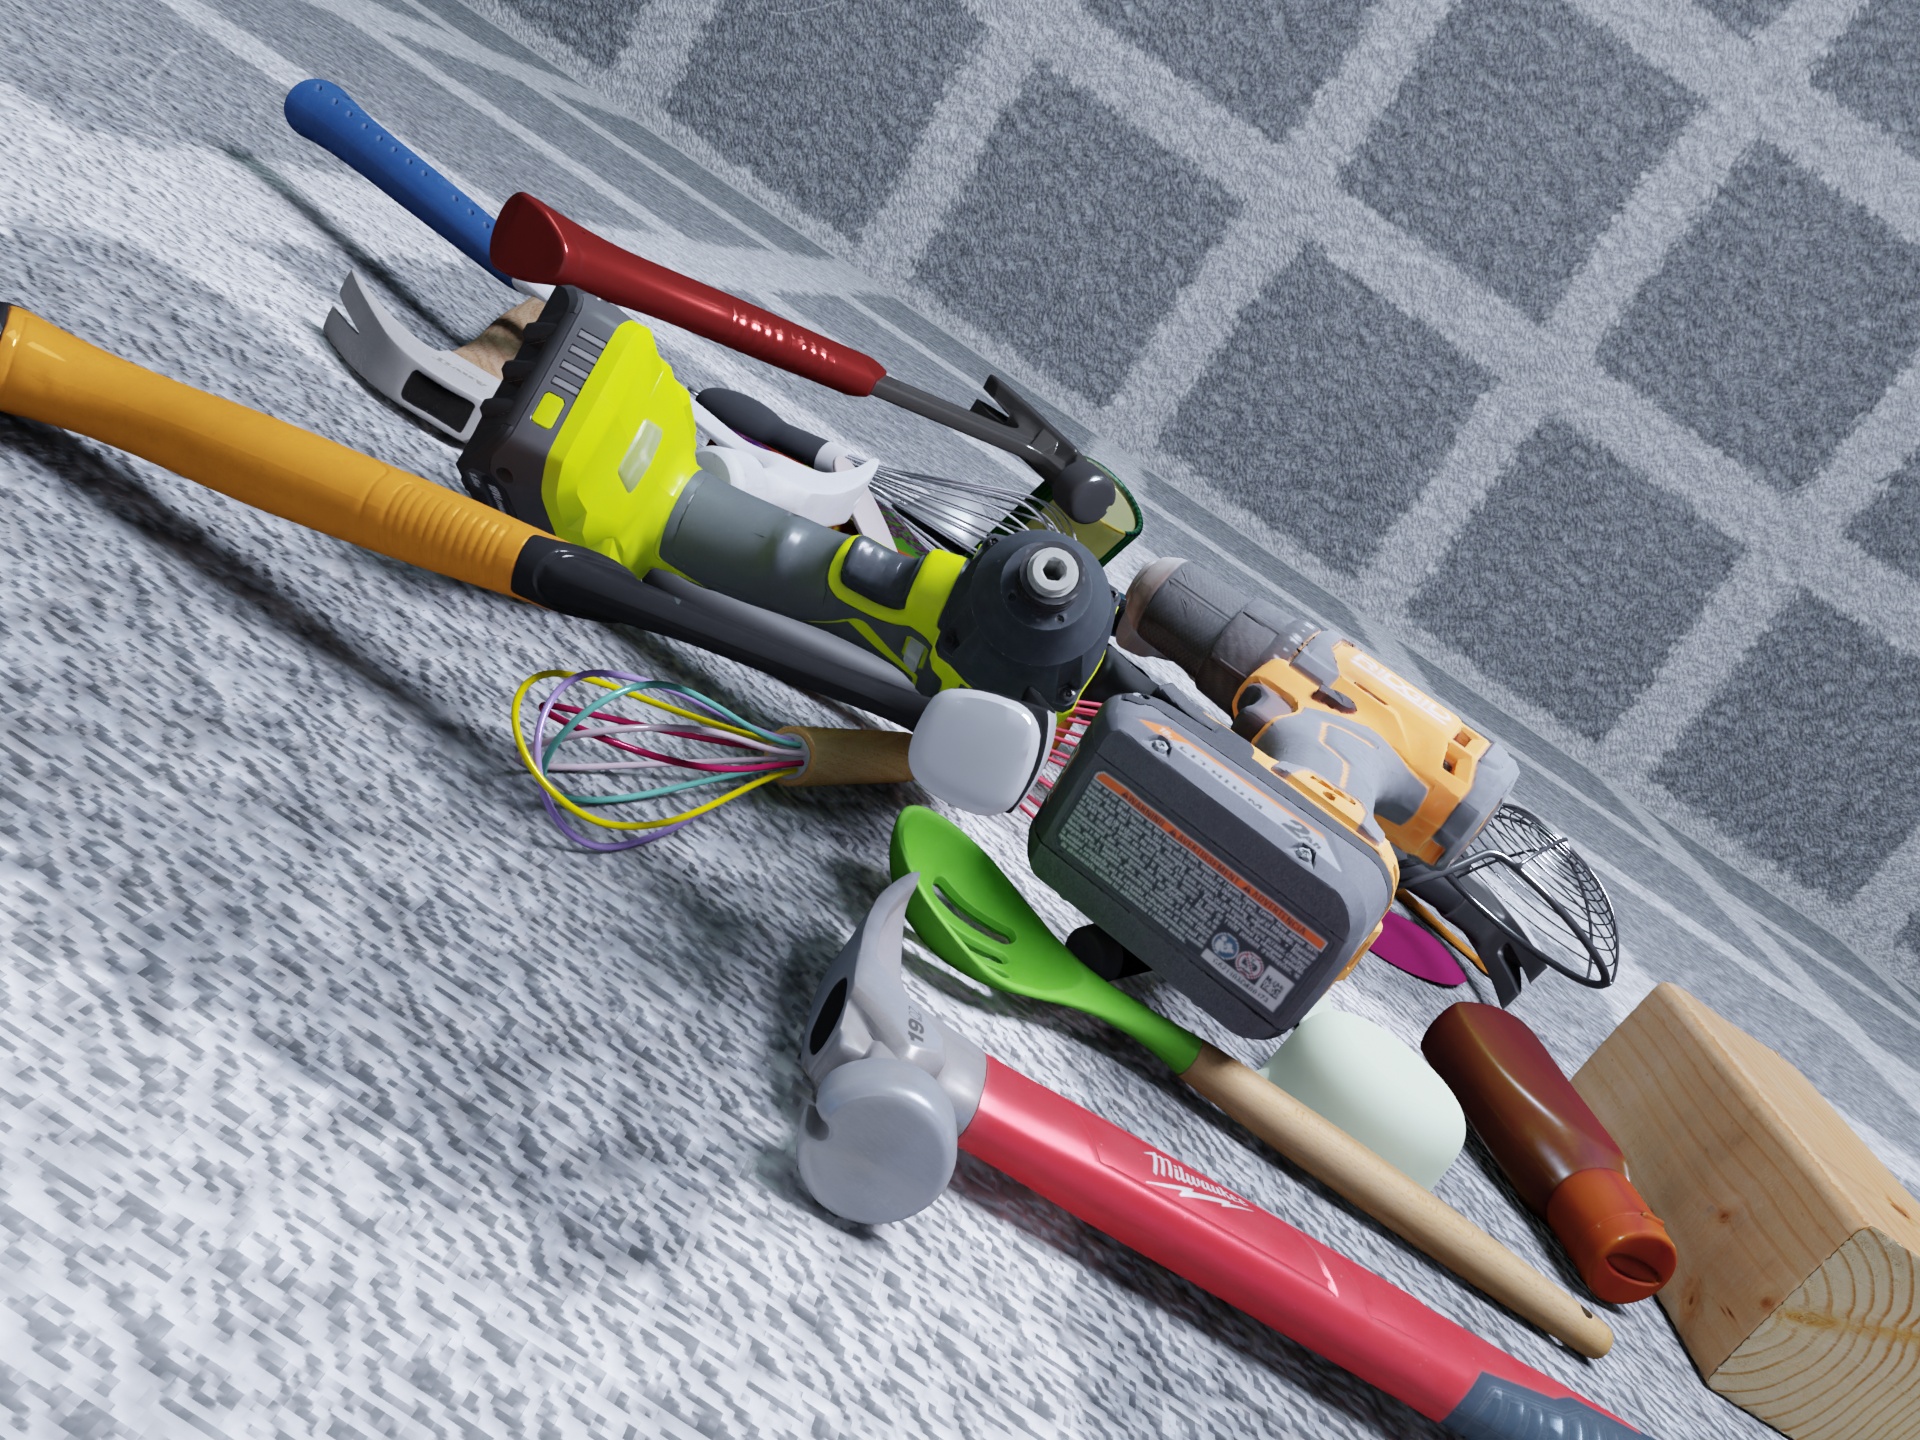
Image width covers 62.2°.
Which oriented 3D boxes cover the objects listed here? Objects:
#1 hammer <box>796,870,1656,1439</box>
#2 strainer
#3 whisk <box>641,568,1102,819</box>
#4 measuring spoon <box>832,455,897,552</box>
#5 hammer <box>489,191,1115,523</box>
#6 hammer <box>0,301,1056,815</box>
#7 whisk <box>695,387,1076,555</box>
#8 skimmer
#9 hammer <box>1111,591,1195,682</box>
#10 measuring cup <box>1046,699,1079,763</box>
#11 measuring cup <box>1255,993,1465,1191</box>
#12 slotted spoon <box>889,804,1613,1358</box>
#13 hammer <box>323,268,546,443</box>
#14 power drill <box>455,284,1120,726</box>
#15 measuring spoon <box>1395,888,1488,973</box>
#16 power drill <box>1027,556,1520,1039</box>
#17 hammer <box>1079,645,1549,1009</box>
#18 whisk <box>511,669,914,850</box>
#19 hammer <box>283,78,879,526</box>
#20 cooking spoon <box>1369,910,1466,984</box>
[{"bbox_3d":[0.127,0.173,0.462,0.386,0.038,0.143,32,14,-9],"label":"hammer"},{"bbox_3d":[-0.064,-0.160,1.058,0.258,0.050,0.087,27,1,-15],"label":"strainer"},{"bbox_3d":[-0.001,-0.002,0.691,0.295,0.073,0.073,25,17,-8],"label":"whisk"},{"bbox_3d":[-0.043,-0.081,0.822,0.034,0.018,0.124,-9,70,-48],"label":"measuring spoon"},{"bbox_3d":[-0.077,-0.194,0.839,0.358,0.036,0.149,14,26,-40],"label":"hammer"},{"bbox_3d":[-0.132,-0.049,0.467,0.337,0.034,0.127,21,3,4],"label":"hammer"},{"bbox_3d":[-0.051,-0.143,0.961,0.285,0.070,0.070,28,13,21],"label":"whisk"},{"bbox_3d":[0.174,0.096,0.710,0.363,0.090,0.127,-6,37,-40],"label":"skimmer"},{"bbox_3d":[0.121,-0.047,0.926,0.128,0.033,0.331,27,6,-10],"label":"hammer"},{"bbox_3d":[-0.018,-0.032,0.742,0.173,0.052,0.095,27,17,-31],"label":"measuring cup"},{"bbox_3d":[0.160,0.130,0.649,0.083,0.038,0.168,33,18,-5],"label":"measuring cup"},{"bbox_3d":[0.099,0.132,0.549,0.313,0.031,0.070,35,21,-5],"label":"slotted spoon"},{"bbox_3d":[-0.236,-0.197,0.831,0.130,0.031,0.331,30,16,-15],"label":"hammer"},{"bbox_3d":[-0.054,-0.063,0.569,0.223,0.080,0.171,24,-13,0],"label":"power drill"},{"bbox_3d":[0.298,0.121,1.004,0.021,0.011,0.117,13,26,-52],"label":"measuring spoon"},{"bbox_3d":[0.112,0.011,0.631,0.185,0.084,0.226,38,31,16],"label":"power drill"},{"bbox_3d":[0.193,0.051,0.874,0.334,0.035,0.146,30,21,-27],"label":"hammer"},{"bbox_3d":[-0.070,0.008,0.545,0.047,0.051,0.245,34,12,20],"label":"whisk"},{"bbox_3d":[-0.207,-0.216,0.809,0.406,0.035,0.144,40,21,21],"label":"hammer"},{"bbox_3d":[0.170,0.087,0.837,0.318,0.017,0.069,24,19,-36],"label":"cooking spoon"}]
